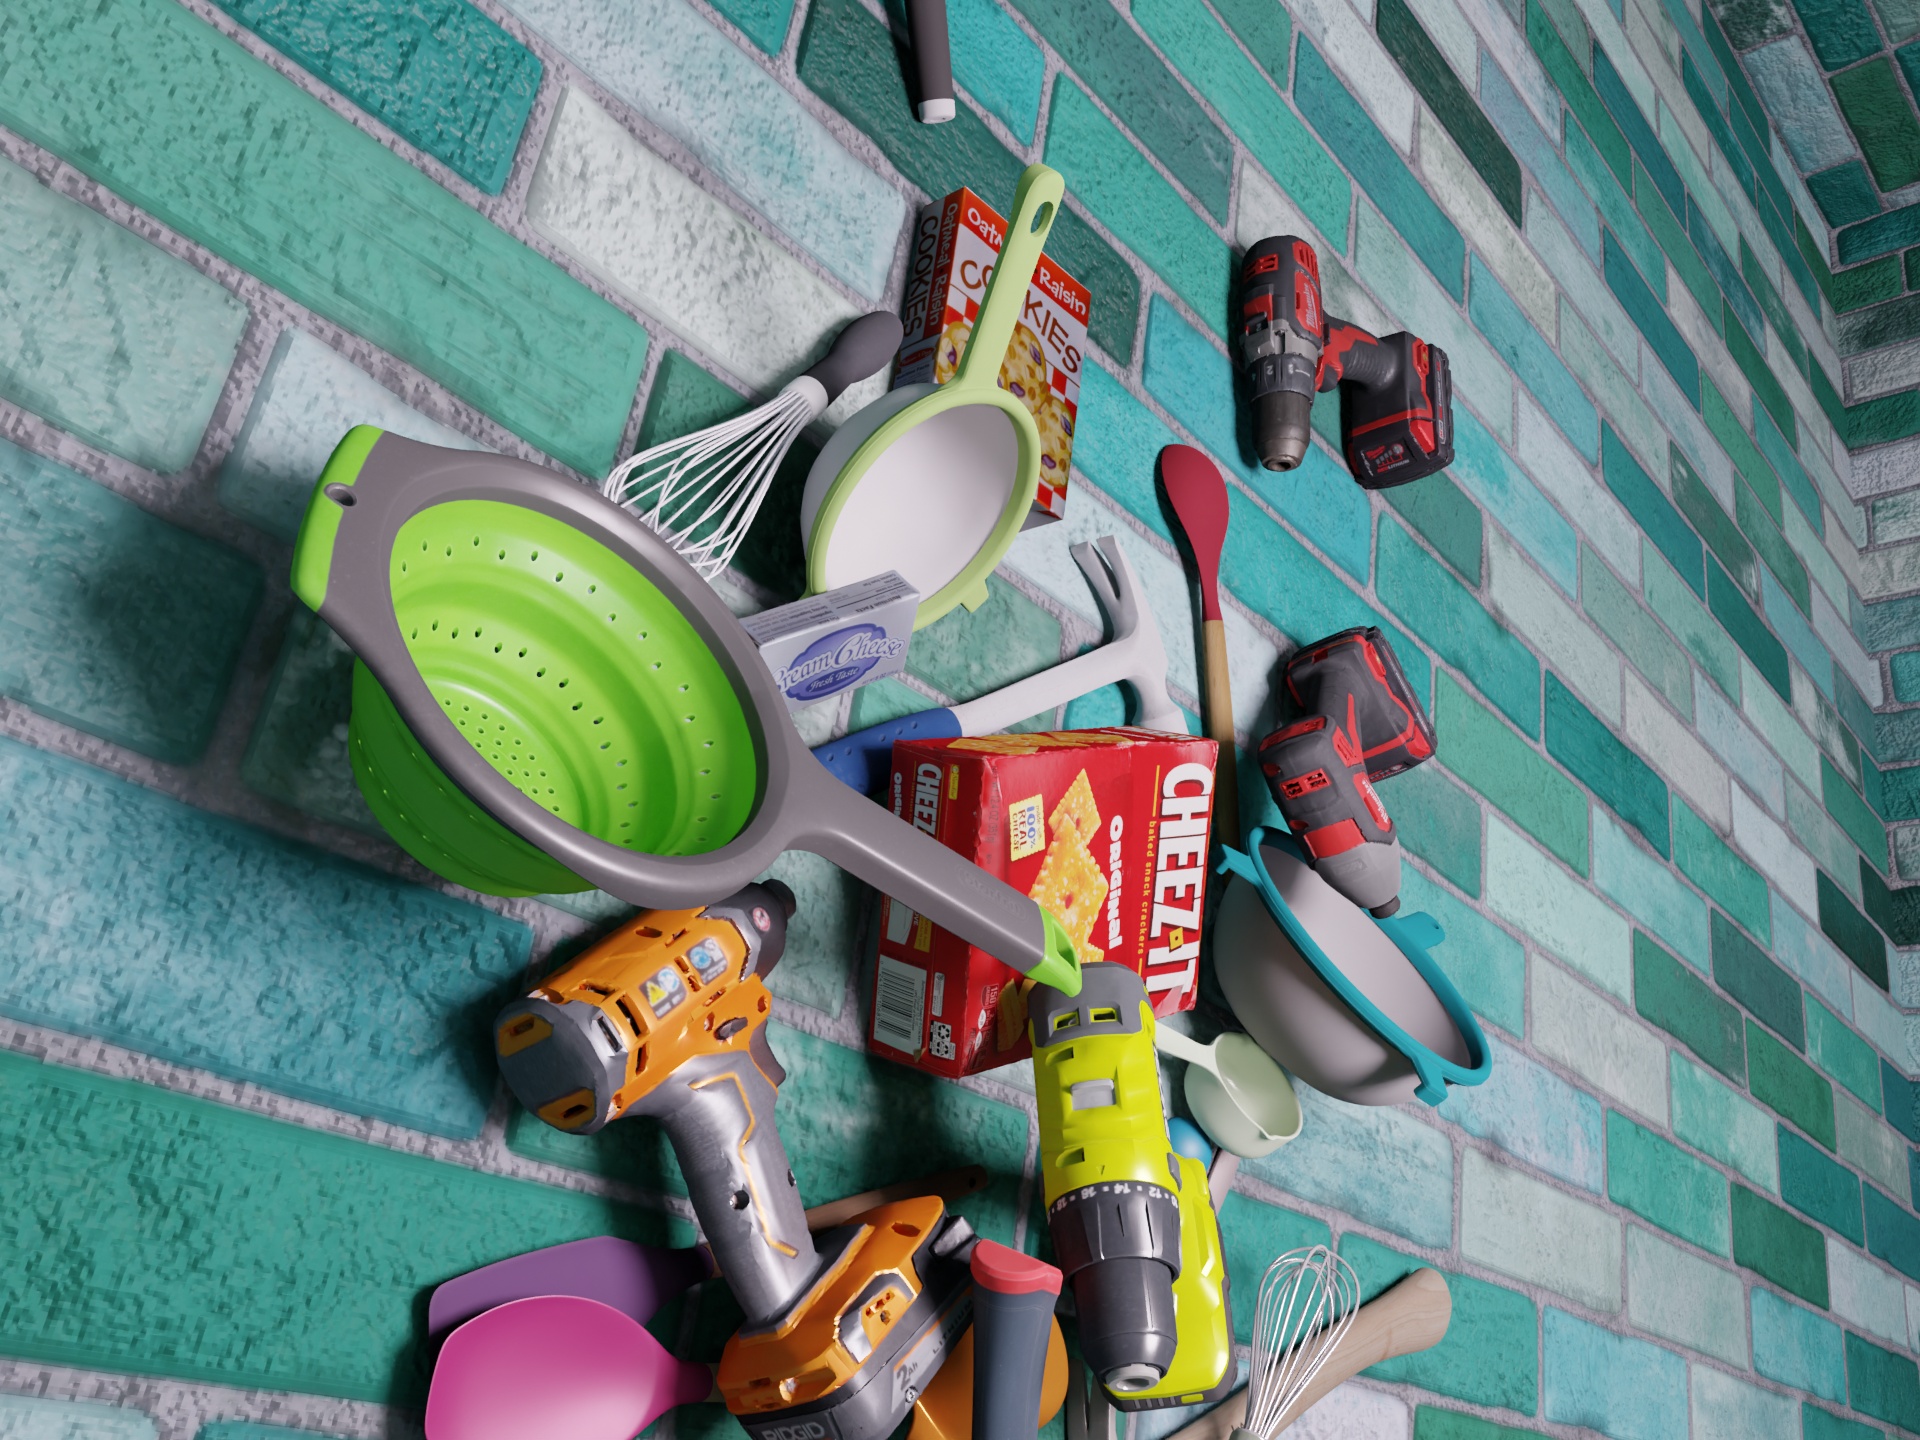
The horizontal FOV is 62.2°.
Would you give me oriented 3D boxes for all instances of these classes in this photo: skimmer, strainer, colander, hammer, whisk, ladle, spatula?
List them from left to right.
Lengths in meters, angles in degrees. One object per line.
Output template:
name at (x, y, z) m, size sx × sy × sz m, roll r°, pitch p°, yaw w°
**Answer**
colander at (-0.110, 0.041, 0.664) m, size 0.396 × 0.094 × 0.205 m, roll 35°, pitch 30°, yaw -30°
spatula at (-0.096, 0.242, 0.722) m, size 0.315 × 0.018 × 0.060 m, roll -1°, pitch 89°, yaw -48°
whisk at (-0.095, -0.148, 0.801) m, size 0.070 × 0.070 × 0.285 m, roll 58°, pitch 39°, yaw -20°
skimmer at (-0.061, -0.545, 0.963) m, size 0.127 × 0.090 × 0.363 m, roll -20°, pitch 105°, yaw -52°
strainer at (-0.017, -0.162, 0.801) m, size 0.151 × 0.069 × 0.256 m, roll -12°, pitch 134°, yaw -45°
hammer at (-0.001, -0.003, 0.880) m, size 0.405 × 0.035 × 0.144 m, roll -22°, pitch 97°, yaw -49°
hammer at (0.006, 0.411, 0.687) m, size 0.143 × 0.038 × 0.386 m, roll -14°, pitch 110°, yaw -49°
ladle at (0.174, -0.042, 1.098) m, size 0.069 × 0.031 × 0.315 m, roll 6°, pitch 77°, yaw -46°
whisk at (0.170, 0.404, 0.904) m, size 0.246 × 0.059 × 0.057 m, roll -54°, pitch 146°, yaw -39°
hammer at (0.207, 0.413, 1.005) m, size 0.410 × 0.038 × 0.146 m, roll -4°, pitch 81°, yaw -49°
strainer at (0.262, 0.177, 1.085) m, size 0.211 × 0.095 × 0.340 m, roll 49°, pitch 18°, yaw 20°

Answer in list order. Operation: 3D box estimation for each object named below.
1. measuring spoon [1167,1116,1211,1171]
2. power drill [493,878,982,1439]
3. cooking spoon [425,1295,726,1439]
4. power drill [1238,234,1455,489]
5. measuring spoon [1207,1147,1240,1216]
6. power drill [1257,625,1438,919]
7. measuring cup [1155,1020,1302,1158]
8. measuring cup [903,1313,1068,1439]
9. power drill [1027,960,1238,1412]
measuring spoon at (0.130, 0.299, 0.957) m, size 0.042 × 0.021 × 0.129 m, roll 45°, pitch 48°, yaw -31°
power drill at (-0.081, 0.180, 0.691) m, size 0.226 × 0.084 × 0.164 m, roll 59°, pitch 36°, yaw -4°
cooking spoon at (-0.095, 0.292, 0.702) m, size 0.318 × 0.017 × 0.069 m, roll 24°, pitch 69°, yaw -45°
power drill at (0.300, -0.257, 1.259) m, size 0.226 × 0.080 × 0.188 m, roll 20°, pitch 65°, yaw -41°
measuring spoon at (0.163, 0.302, 0.997) m, size 0.034 × 0.018 × 0.124 m, roll 55°, pitch 45°, yaw -23°
power drill at (0.270, 0.033, 1.097) m, size 0.143 × 0.078 × 0.220 m, roll 59°, pitch 28°, yaw -13°
measuring cup at (0.138, 0.217, 0.978) m, size 0.167 × 0.038 × 0.083 m, roll 29°, pitch 31°, yaw -22°
measuring cup at (0.005, 0.315, 0.737) m, size 0.095 × 0.052 × 0.173 m, roll 56°, pitch 17°, yaw -3°
power drill at (0.085, 0.254, 0.782) m, size 0.228 × 0.080 × 0.191 m, roll 71°, pitch 12°, yaw -48°
